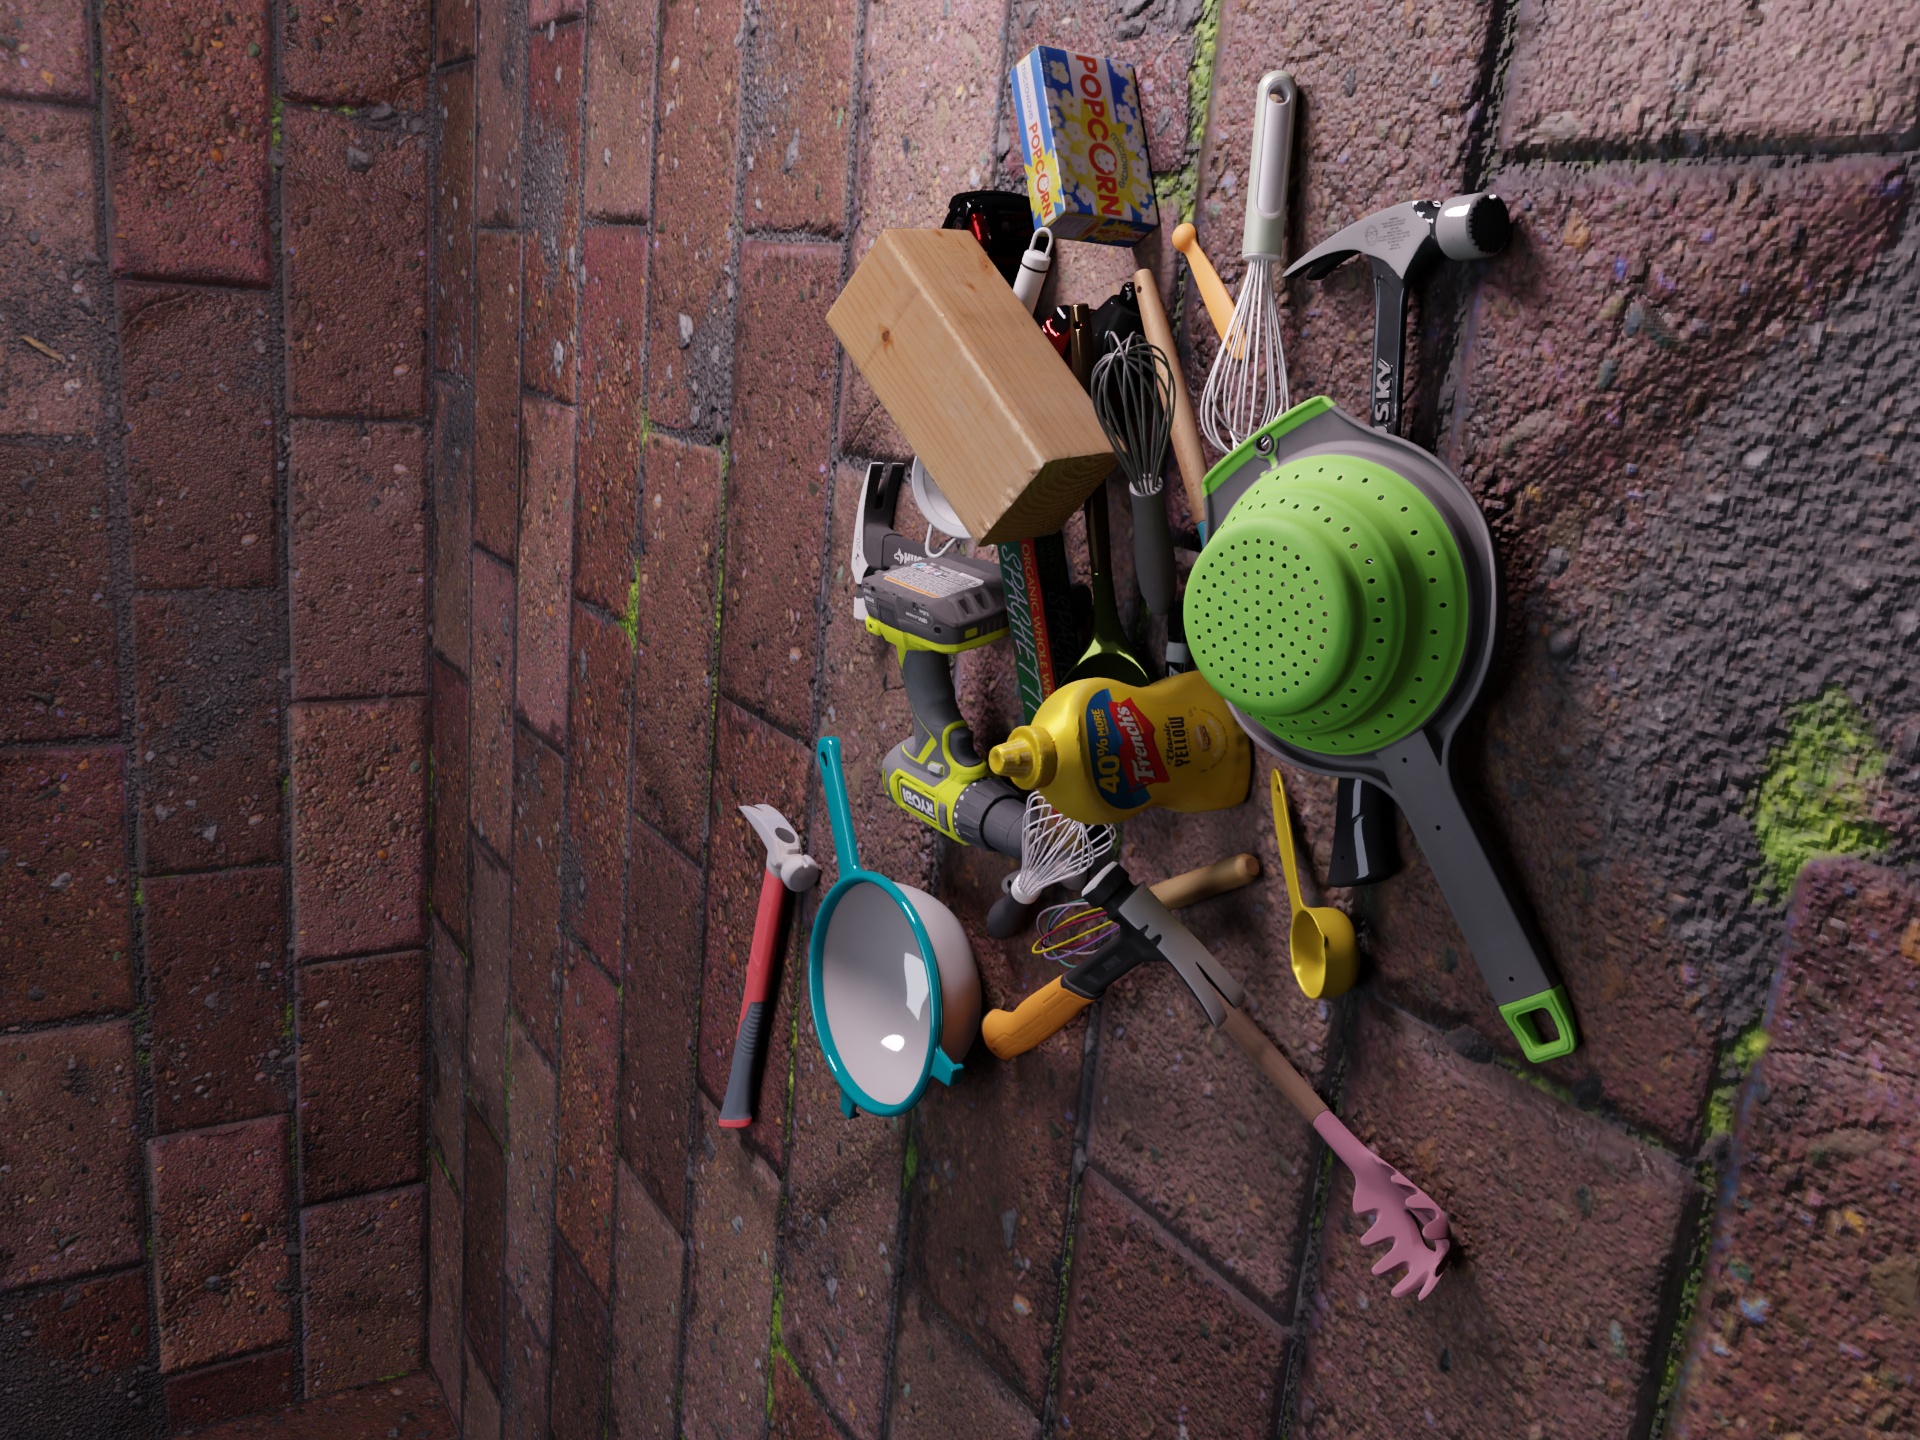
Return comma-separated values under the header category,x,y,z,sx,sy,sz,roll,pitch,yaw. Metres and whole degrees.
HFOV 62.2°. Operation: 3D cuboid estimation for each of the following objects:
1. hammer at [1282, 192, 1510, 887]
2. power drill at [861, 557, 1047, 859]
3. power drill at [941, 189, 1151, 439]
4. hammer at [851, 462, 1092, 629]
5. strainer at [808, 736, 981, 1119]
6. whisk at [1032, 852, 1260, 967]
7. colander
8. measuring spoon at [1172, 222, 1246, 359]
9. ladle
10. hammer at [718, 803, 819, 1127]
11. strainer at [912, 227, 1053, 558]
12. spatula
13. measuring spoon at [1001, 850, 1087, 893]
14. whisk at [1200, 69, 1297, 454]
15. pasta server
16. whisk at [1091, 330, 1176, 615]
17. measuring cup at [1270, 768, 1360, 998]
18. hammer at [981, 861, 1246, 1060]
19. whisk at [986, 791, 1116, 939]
category,x,y,z,sx,sy,sz,roll,pitch,yaw
hammer,0.246,-0.097,0.955,0.149,0.036,0.409,16,107,57
power drill,-0.002,-0.004,1.291,0.191,0.080,0.228,26,130,51
power drill,0.063,-0.300,1.187,0.220,0.078,0.143,54,138,35
hammer,0.001,-0.130,1.339,0.335,0.035,0.146,24,114,54
strainer,-0.057,0.174,1.414,0.211,0.095,0.341,-34,63,51
whisk,0.129,0.139,1.162,0.245,0.047,0.051,-30,67,52
colander,0.227,0.011,0.890,0.204,0.094,0.397,-34,74,43
measuring spoon,0.168,-0.291,1.078,0.021,0.011,0.117,-48,54,49
ladle,0.093,-0.129,1.122,0.078,0.062,0.320,2,108,25
hammer,-0.229,0.282,1.748,0.143,0.038,0.386,44,129,48
strainer,0.025,-0.235,1.163,0.087,0.050,0.258,30,124,16
spatula,0.166,-0.155,1.059,0.082,0.044,0.318,-31,68,57
measuring spoon,0.062,0.127,1.287,0.124,0.018,0.034,-25,73,57
whisk,0.191,-0.287,1.013,0.059,0.058,0.246,-98,12,-84
pasta server,0.214,0.243,1.042,0.317,0.040,0.060,49,134,45
whisk,0.121,-0.156,1.054,0.055,0.055,0.238,53,166,40
measuring cup,0.226,0.102,1.023,0.062,0.029,0.157,105,161,-62
hammer,0.090,0.208,1.188,0.127,0.034,0.336,46,151,5
whisk,0.059,0.116,1.218,0.284,0.070,0.070,114,141,-63
